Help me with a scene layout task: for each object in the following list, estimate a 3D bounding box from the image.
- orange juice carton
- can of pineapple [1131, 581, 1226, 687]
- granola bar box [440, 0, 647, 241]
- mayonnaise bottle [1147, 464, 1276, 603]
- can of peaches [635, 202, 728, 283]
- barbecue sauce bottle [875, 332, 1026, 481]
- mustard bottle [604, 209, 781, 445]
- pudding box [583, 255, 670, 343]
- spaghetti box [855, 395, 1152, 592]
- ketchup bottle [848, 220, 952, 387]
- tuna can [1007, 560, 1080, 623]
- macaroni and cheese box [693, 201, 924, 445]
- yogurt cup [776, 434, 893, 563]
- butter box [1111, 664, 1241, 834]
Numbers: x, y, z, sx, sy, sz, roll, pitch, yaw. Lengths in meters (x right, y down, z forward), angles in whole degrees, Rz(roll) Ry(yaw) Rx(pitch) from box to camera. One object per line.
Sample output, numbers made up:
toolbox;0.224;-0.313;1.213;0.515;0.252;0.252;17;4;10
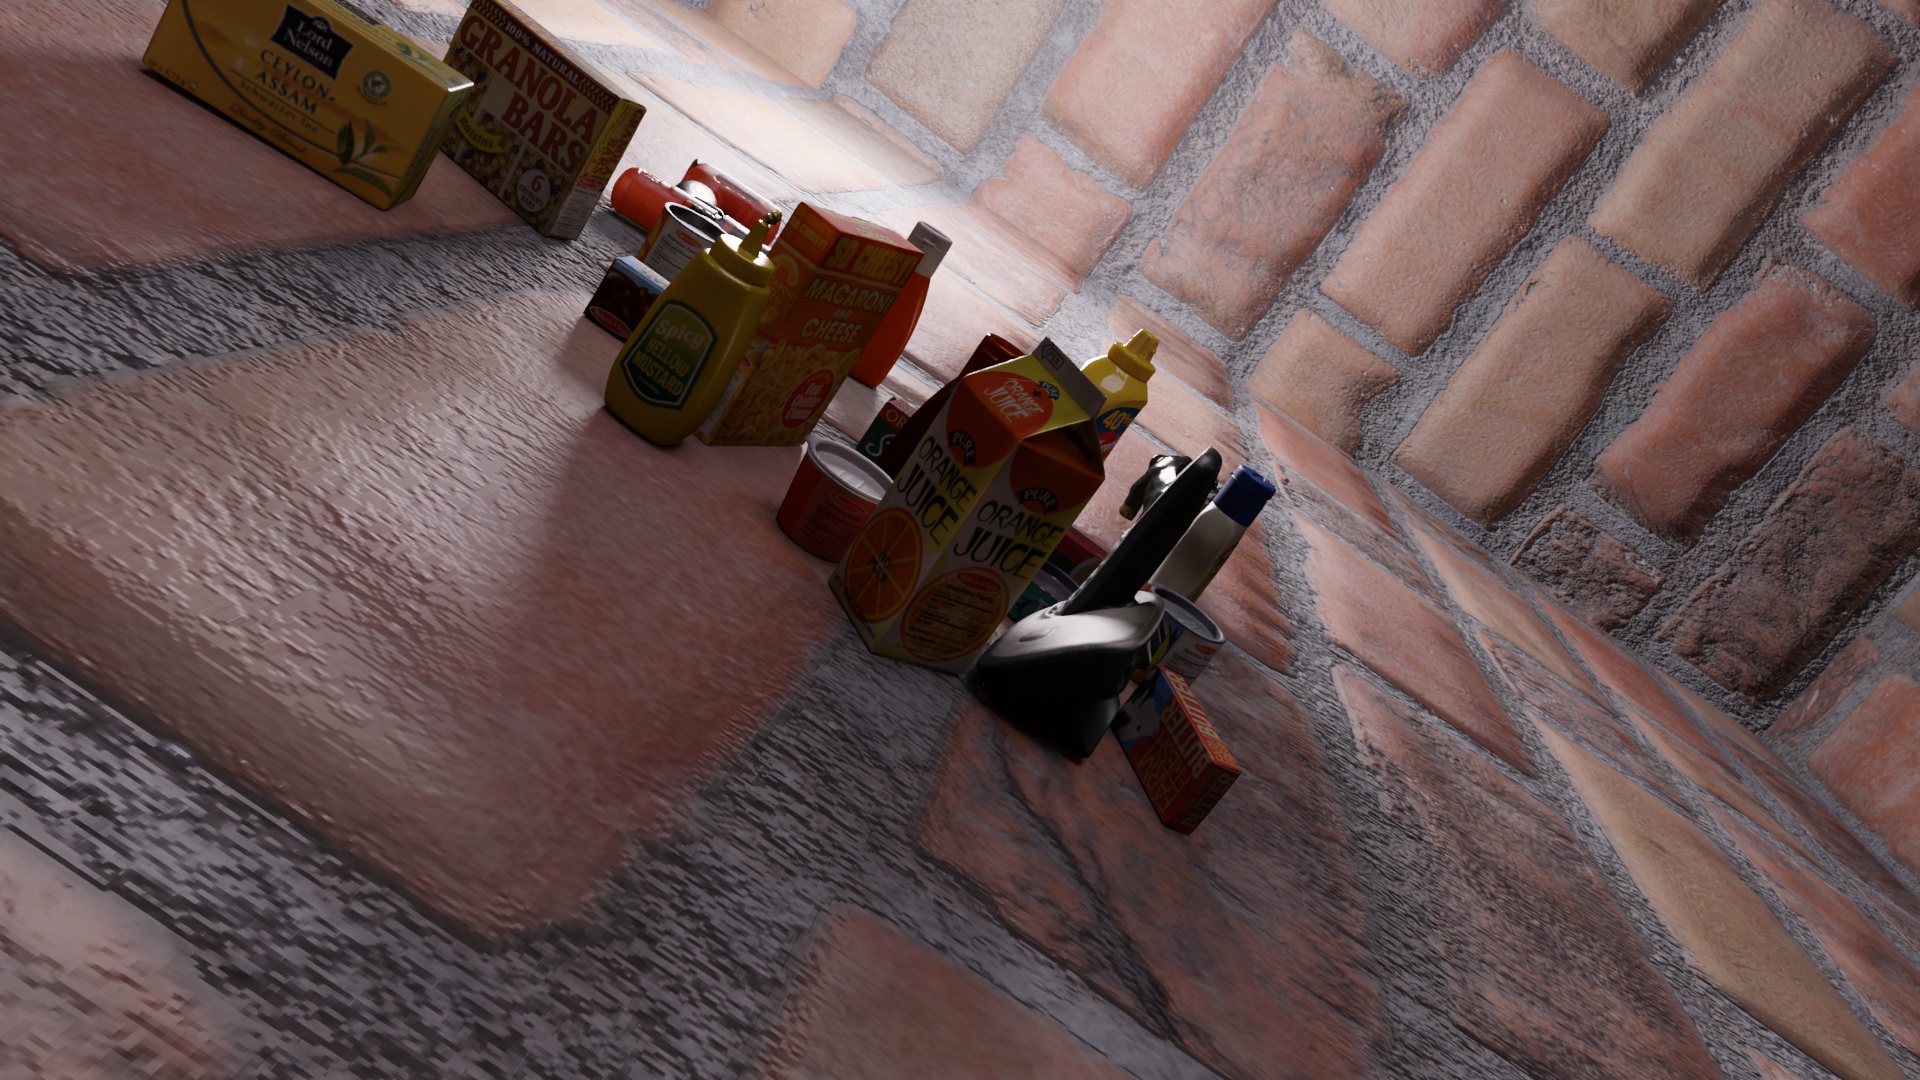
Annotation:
orange juice carton;0.012;-0.022;0.798;0.073;0.192;0.072;20;22;-40
can of pineapple;0.150;0.074;1.019;0.071;0.057;0.071;31;18;-11
granola bar box;-0.340;-0.333;1.088;0.166;0.124;0.039;40;18;15
mayonnaise bottle;0.199;0.007;1.132;0.041;0.147;0.065;40;18;17
can of peaches;-0.228;-0.238;1.152;0.071;0.058;0.071;31;18;-11
barbecue sauce bottle;-0.007;-0.075;0.976;0.065;0.148;0.044;41;18;20
mustard bottle;-0.155;-0.135;0.845;0.065;0.159;0.049;36;17;4
pudding box;-0.216;-0.158;0.979;0.084;0.049;0.030;34;17;-2
spaghetti box;0.031;-0.018;1.058;0.250;0.050;0.029;37;17;8
ketchup bottle;-0.061;-0.213;1.237;0.065;0.148;0.044;32;17;-9
tuna can;0.057;0.041;0.980;0.071;0.032;0.071;31;18;-11
macaroni and cheese box;-0.108;-0.141;0.936;0.040;0.166;0.124;40;18;17
yogurt cup;-0.078;-0.023;0.867;0.072;0.053;0.072;31;18;-11
butter box;0.131;0.127;0.853;0.024;0.053;0.104;26;19;-26
